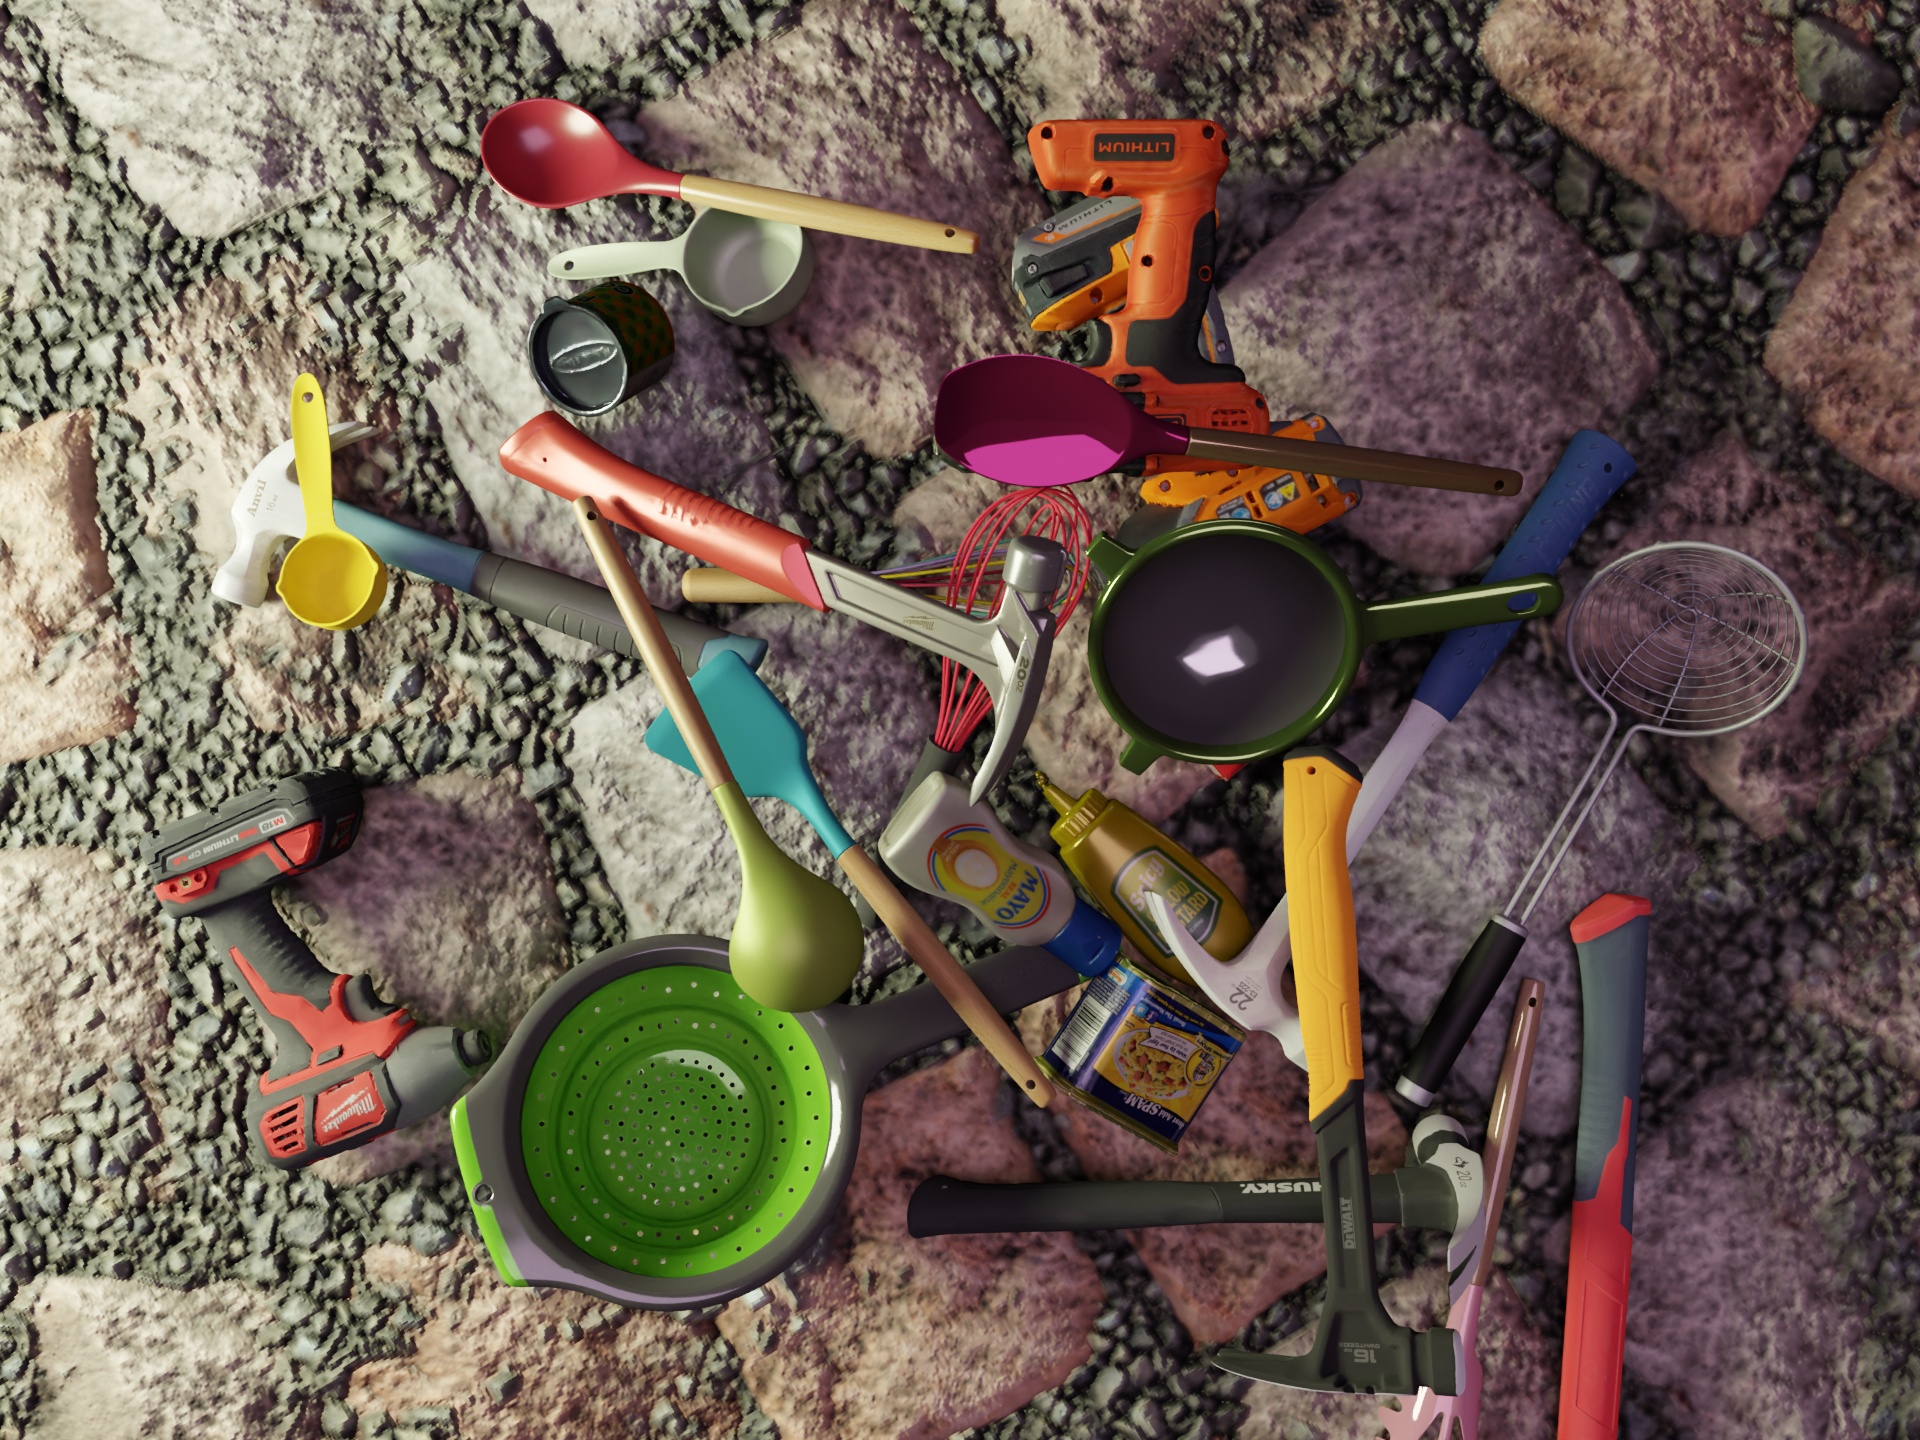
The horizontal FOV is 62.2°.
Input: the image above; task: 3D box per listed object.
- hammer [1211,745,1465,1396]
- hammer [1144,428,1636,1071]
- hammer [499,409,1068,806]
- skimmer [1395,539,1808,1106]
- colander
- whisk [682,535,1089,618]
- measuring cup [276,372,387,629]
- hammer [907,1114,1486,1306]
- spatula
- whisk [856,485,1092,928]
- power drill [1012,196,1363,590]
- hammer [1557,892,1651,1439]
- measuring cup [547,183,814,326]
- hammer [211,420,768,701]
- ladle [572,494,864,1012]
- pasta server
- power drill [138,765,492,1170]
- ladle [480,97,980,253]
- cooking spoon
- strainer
[{"bbox_3d":[0.192,0.181,0.853,0.127,0.034,0.337,-5,79,19],"label":"hammer"},{"bbox_3d":[0.264,0.000,0.927,0.144,0.035,0.405,36,84,-6],"label":"hammer"},{"bbox_3d":[-0.114,-0.086,0.901,0.359,0.037,0.149,24,114,20],"label":"hammer"},{"bbox_3d":[0.354,0.068,0.924,0.127,0.090,0.363,29,93,10],"label":"skimmer"},{"bbox_3d":[-0.090,0.207,0.943,0.397,0.094,0.205,-19,74,-17],"label":"colander"},{"bbox_3d":[-0.046,-0.085,0.953,0.245,0.047,0.051,0,93,4],"label":"whisk"},{"bbox_3d":[-0.371,-0.128,0.935,0.062,0.029,0.157,-12,79,4],"label":"measuring cup"},{"bbox_3d":[0.135,0.284,0.926,0.335,0.146,0.035,-4,104,9],"label":"hammer"},{"bbox_3d":[-0.055,0.098,0.917,0.082,0.044,0.318,-45,77,16],"label":"spatula"},{"bbox_3d":[-0.001,-0.003,0.918,0.073,0.073,0.295,23,110,0],"label":"whisk"},{"bbox_3d":[0.114,-0.191,0.931,0.164,0.084,0.226,-27,94,3],"label":"power drill"},{"bbox_3d":[0.402,0.299,0.957,0.143,0.038,0.386,4,91,-1],"label":"hammer"},{"bbox_3d":[-0.167,-0.272,0.957,0.167,0.038,0.083,1,80,17],"label":"measuring cup"},{"bbox_3d":[-0.276,-0.082,0.954,0.331,0.033,0.128,19,92,3],"label":"hammer"},{"bbox_3d":[-0.147,0.017,0.902,0.078,0.062,0.320,-25,81,-20],"label":"ladle"},{"bbox_3d":[0.313,0.312,0.966,0.060,0.040,0.316,13,87,0],"label":"pasta server"},{"bbox_3d":[-0.379,0.145,0.947,0.143,0.078,0.219,-21,94,1],"label":"power drill"},{"bbox_3d":[-0.136,-0.306,0.921,0.315,0.031,0.069,16,82,16],"label":"ladle"},{"bbox_3d":[0.144,-0.144,0.841,0.319,0.017,0.068,6,112,-6],"label":"cooking spoon"},{"bbox_3d":[0.198,-0.062,0.890,0.256,0.069,0.151,-9,119,7],"label":"strainer"}]
